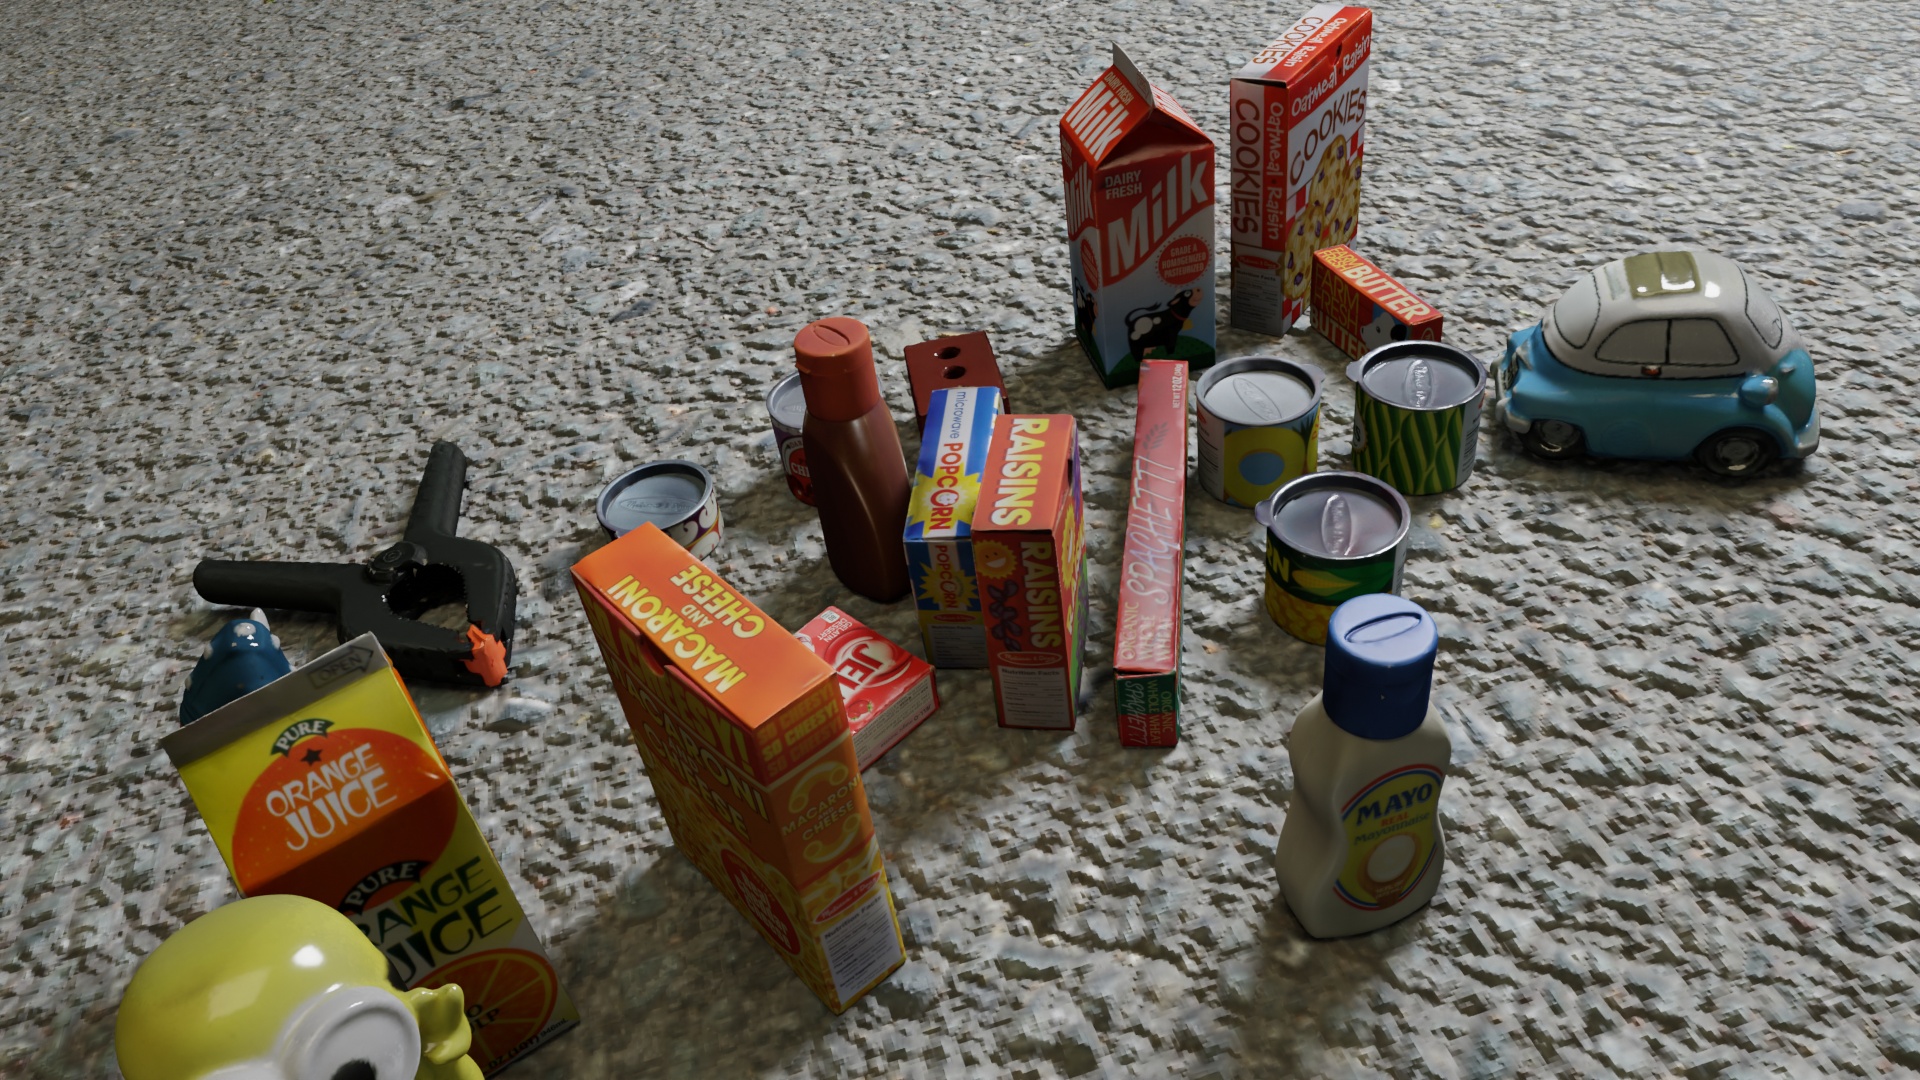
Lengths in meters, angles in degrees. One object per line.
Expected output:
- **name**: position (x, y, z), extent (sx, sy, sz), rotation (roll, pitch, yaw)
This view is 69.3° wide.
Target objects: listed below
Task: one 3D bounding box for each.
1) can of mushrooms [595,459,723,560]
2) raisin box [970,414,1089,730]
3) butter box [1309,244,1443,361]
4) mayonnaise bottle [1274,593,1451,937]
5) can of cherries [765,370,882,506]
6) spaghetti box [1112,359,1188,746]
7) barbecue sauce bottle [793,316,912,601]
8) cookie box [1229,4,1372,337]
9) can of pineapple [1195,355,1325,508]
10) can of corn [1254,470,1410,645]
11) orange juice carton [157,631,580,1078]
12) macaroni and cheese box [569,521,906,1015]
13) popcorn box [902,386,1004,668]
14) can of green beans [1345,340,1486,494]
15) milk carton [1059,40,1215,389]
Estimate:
- **can of mushrooms**: position (-0.169, -0.012, 0.779), extent (0.071, 0.033, 0.071), rotation (-5, 39, 4)
- **raisin box**: position (0.035, 0.015, 0.639), extent (0.040, 0.122, 0.086), rotation (1, 40, 12)
- **butter box**: position (0.247, -0.133, 0.833), extent (0.024, 0.052, 0.104), rotation (-19, 40, -12)
- **mayonnaise bottle**: position (0.151, 0.086, 0.513), extent (0.065, 0.147, 0.041), rotation (-17, 40, -9)
- **can of cherries**: position (-0.074, -0.059, 0.800), extent (0.071, 0.058, 0.072), rotation (-5, 39, 4)
- **spaghetti box**: position (0.100, -0.004, 0.707), extent (0.029, 0.050, 0.251), rotation (0, 40, 11)
- **barbecue sauce bottle**: position (-0.053, -0.041, 0.703), extent (0.044, 0.147, 0.065), rotation (-31, 44, -25)
- **cookie box**: position (0.213, -0.231, 0.868), extent (0.040, 0.166, 0.123), rotation (19, 47, 30)
- **can of pineapple**: position (0.164, -0.059, 0.756), extent (0.071, 0.057, 0.071), rotation (-5, 39, 4)
- **can of corn**: position (0.178, 0.009, 0.671), extent (0.071, 0.058, 0.071), rotation (-5, 39, 4)
- **orange juice carton**: position (-0.211, 0.119, 0.505), extent (0.072, 0.191, 0.073), rotation (-28, 43, -22)
- **macaroni and cheese box**: position (-0.084, 0.090, 0.537), extent (0.040, 0.165, 0.124), rotation (-33, 45, -27)
- **popcorn box**: position (0.003, -0.009, 0.704), extent (0.038, 0.084, 0.127), rotation (-2, 40, 9)
- **can of green beans**: position (0.246, -0.066, 0.749), extent (0.071, 0.057, 0.071), rotation (-5, 39, 4)
- **milk carton**: position (0.105, -0.192, 0.823), extent (0.073, 0.189, 0.072), rotation (-14, 40, -6)
